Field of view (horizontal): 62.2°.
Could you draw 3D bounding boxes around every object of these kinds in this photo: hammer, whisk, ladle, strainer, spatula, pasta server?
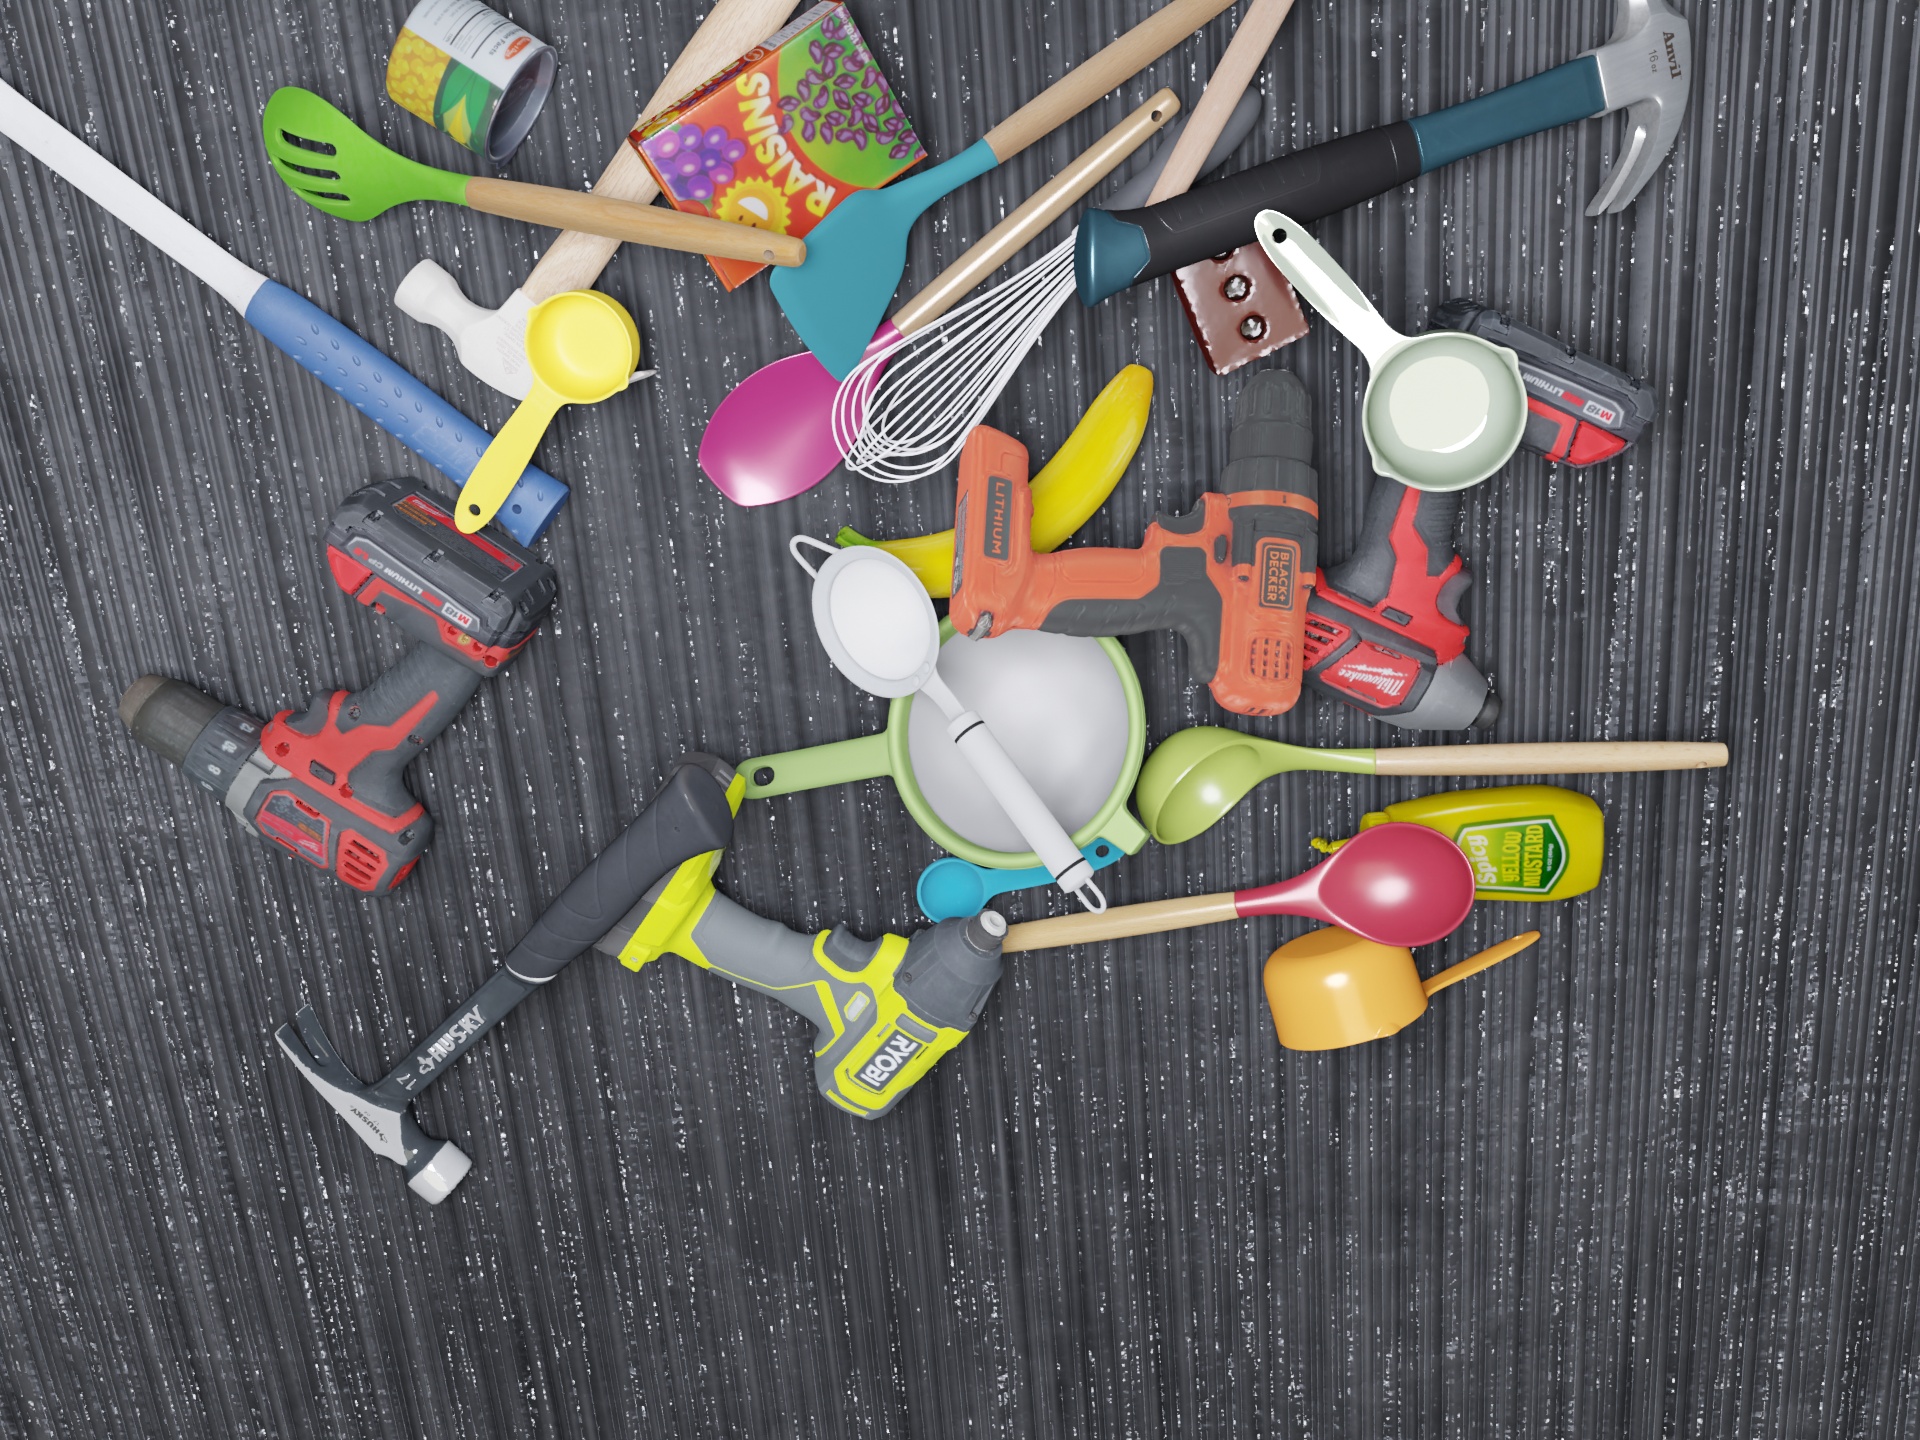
[{"bbox_3d":[0.207,-0.277,0.779,0.331,0.033,0.128,-21,105,-6],"label":"hammer"},{"bbox_3d":[-0.257,0.144,0.906,0.149,0.036,0.409,45,123,-7],"label":"hammer"},{"bbox_3d":[0.046,-0.226,0.820,0.284,0.070,0.070,-42,101,4],"label":"whisk"},{"bbox_3d":[-0.150,-0.305,0.827,0.130,0.031,0.331,39,105,-9],"label":"hammer"},{"bbox_3d":[0.134,0.111,0.917,0.315,0.031,0.069,-11,85,19],"label":"ladle"},{"bbox_3d":[-0.007,0.016,0.907,0.256,0.069,0.151,-11,81,25],"label":"strainer"},{"bbox_3d":[0.258,0.033,0.883,0.320,0.062,0.078,-1,145,8],"label":"ladle"},{"bbox_3d":[-0.385,-0.239,0.855,0.405,0.035,0.144,37,105,-9],"label":"hammer"},{"bbox_3d":[0.042,-0.295,0.801,0.317,0.044,0.082,-34,142,4],"label":"spatula"},{"bbox_3d":[-0.001,-0.003,0.845,0.258,0.050,0.087,54,134,13],"label":"strainer"},{"bbox_3d":[0.166,-0.377,0.767,0.060,0.040,0.316,30,98,3],"label":"pasta server"}]

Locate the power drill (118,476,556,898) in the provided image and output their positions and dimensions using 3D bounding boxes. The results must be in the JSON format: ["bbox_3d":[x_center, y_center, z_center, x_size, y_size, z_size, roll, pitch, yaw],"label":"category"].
[{"bbox_3d":[-0.355,-0.027,0.902,0.188,0.080,0.226,33,109,-7],"label":"power drill"}]

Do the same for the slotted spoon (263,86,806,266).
[{"bbox_3d":[-0.222,-0.262,0.795,0.314,0.031,0.070,15,139,14],"label":"slotted spoon"}]

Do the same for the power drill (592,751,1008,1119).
[{"bbox_3d":[-0.093,0.122,0.917,0.223,0.080,0.171,32,125,-8],"label":"power drill"}]

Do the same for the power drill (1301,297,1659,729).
[{"bbox_3d":[0.265,-0.100,0.851,0.143,0.079,0.219,25,110,-4],"label":"power drill"}]

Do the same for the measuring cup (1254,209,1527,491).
[{"bbox_3d":[0.203,-0.184,0.771,0.167,0.038,0.083,46,113,-4],"label":"measuring cup"}]

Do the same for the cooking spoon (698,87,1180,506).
[{"bbox_3d":[-0.013,-0.226,0.852,0.319,0.017,0.068,-37,111,13],"label":"cooking spoon"}]

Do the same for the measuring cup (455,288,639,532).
[{"bbox_3d":[-0.225,-0.162,0.848,0.062,0.029,0.156,37,114,-9],"label":"measuring cup"}]

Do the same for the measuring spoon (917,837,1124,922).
[{"bbox_3d":[0.036,0.088,0.952,0.128,0.021,0.042,-14,107,-3],"label":"measuring spoon"}]

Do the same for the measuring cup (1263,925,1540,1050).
[{"bbox_3d":[0.258,0.136,0.930,0.173,0.095,0.052,-21,93,-12],"label":"measuring cup"}]
